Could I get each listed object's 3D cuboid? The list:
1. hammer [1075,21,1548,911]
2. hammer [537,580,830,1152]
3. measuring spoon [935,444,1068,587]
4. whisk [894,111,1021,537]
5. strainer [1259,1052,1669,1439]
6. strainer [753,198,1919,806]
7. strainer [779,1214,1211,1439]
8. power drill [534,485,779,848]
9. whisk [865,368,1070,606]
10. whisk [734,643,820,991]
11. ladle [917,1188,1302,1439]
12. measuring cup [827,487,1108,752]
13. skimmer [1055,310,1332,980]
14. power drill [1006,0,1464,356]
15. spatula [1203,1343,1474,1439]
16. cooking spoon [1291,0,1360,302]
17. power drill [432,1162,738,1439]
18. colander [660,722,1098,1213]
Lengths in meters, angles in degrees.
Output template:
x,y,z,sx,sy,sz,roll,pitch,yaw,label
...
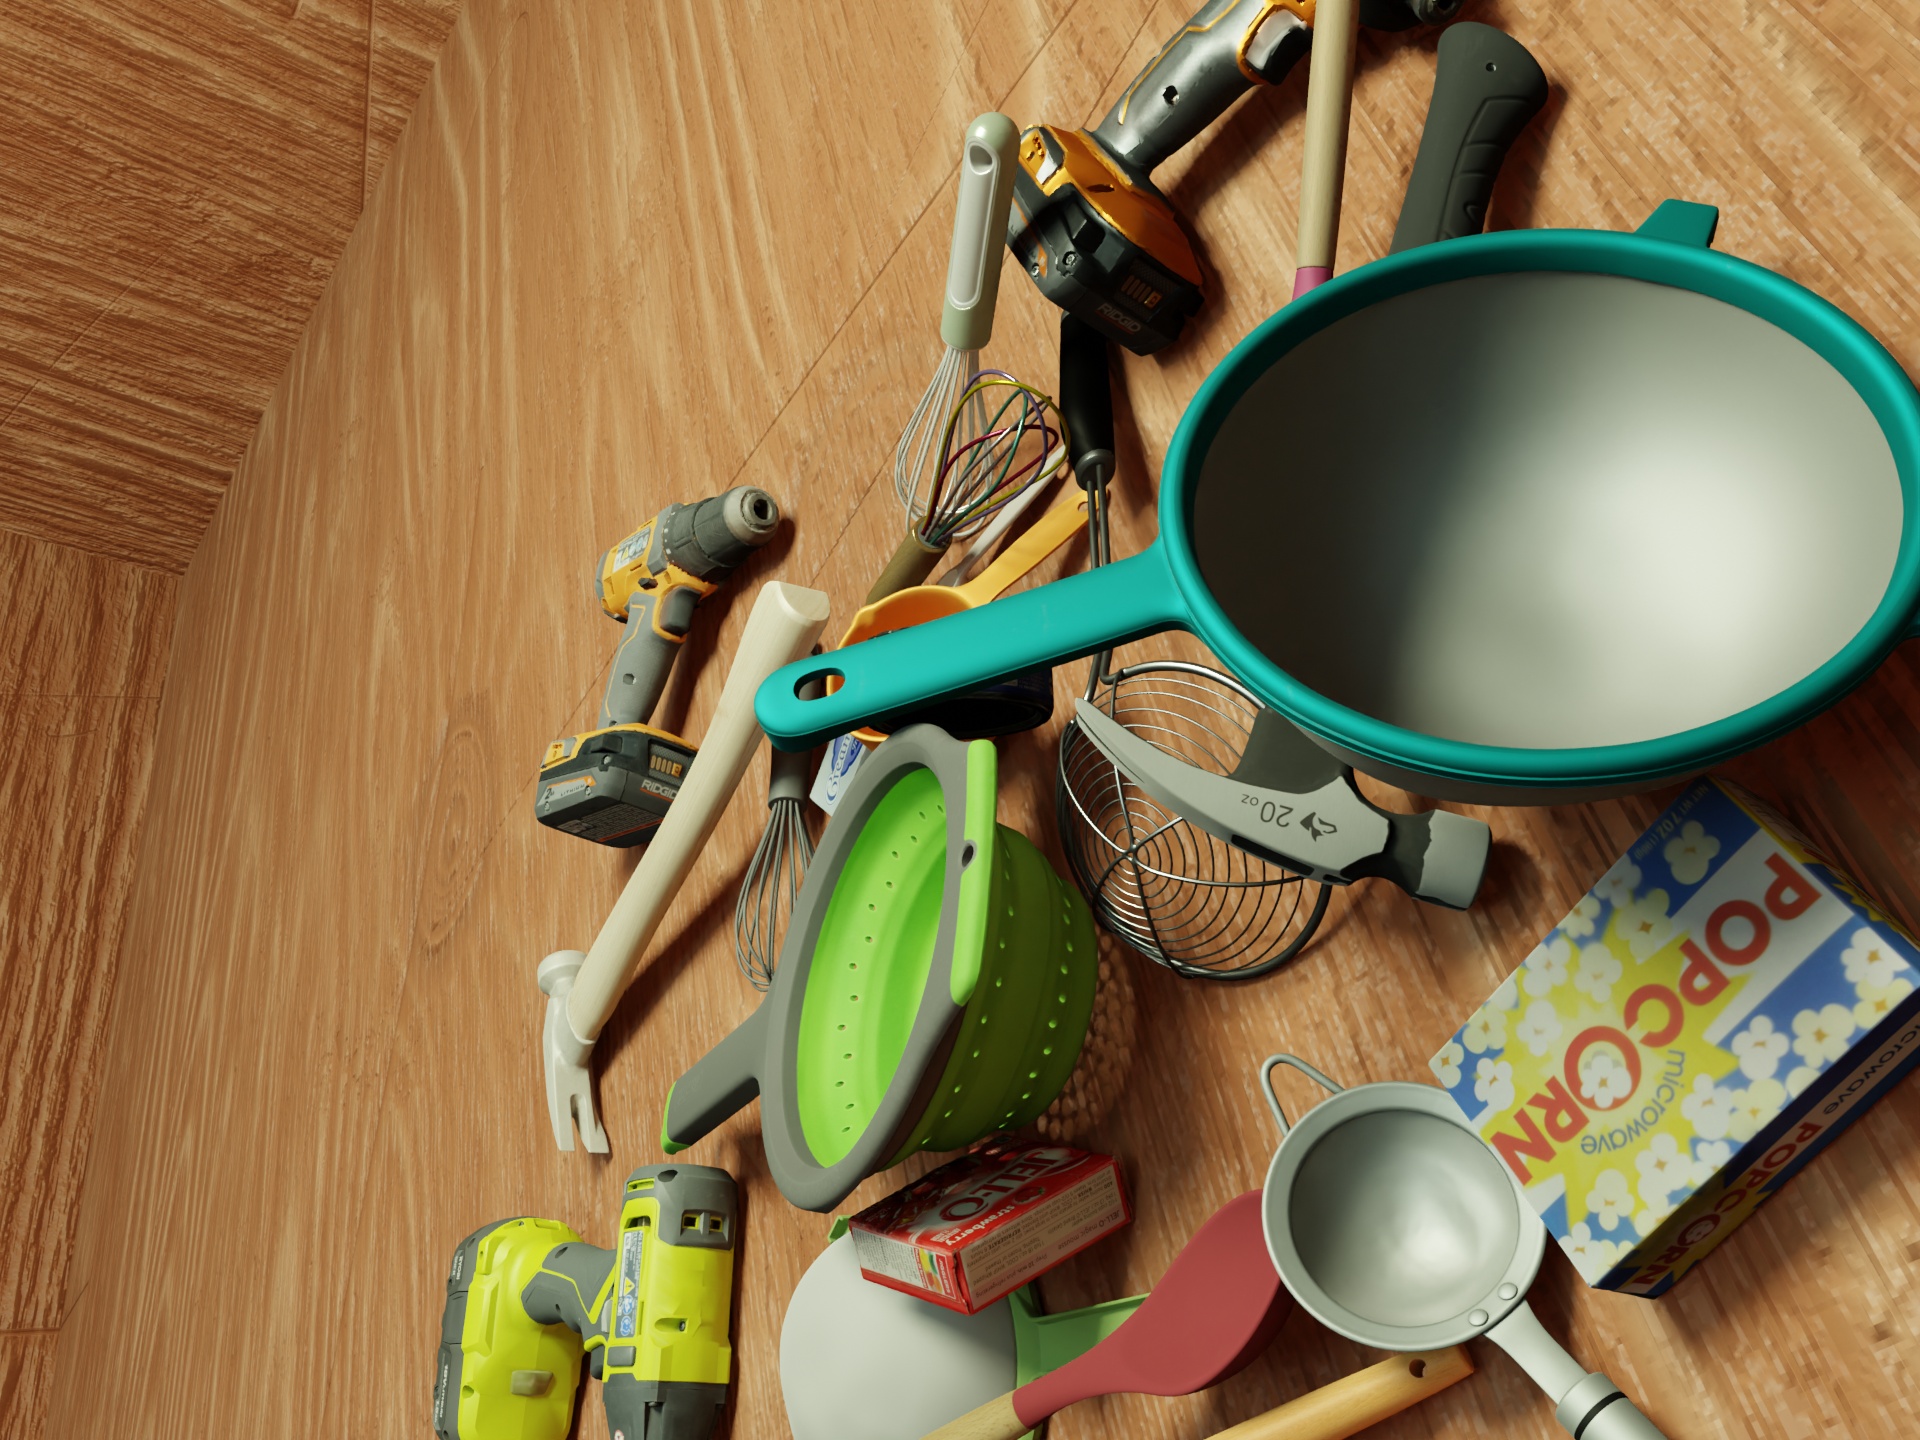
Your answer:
x,y,z,sx,sy,sz,roll,pitch,yaw,label
0.150,-0.109,0.580,0.035,0.146,0.335,70,-144,-74,hammer
-0.169,0.087,0.937,0.410,0.038,0.146,-58,36,34,hammer
0.023,-0.094,0.824,0.124,0.018,0.034,-48,21,21,measuring spoon
0.001,-0.182,0.782,0.058,0.059,0.246,32,142,18,whisk
0.173,0.192,0.454,0.087,0.050,0.259,-35,42,-9,strainer
0.110,-0.029,0.492,0.340,0.095,0.211,-17,52,5,strainer
-0.004,0.257,0.645,0.256,0.069,0.152,-34,49,44,strainer
-0.193,-0.042,1.049,0.185,0.084,0.226,-18,56,48,power drill
-0.004,-0.099,0.789,0.245,0.047,0.051,135,136,-64,whisk
-0.095,0.048,0.898,0.055,0.055,0.239,-35,44,42,whisk
0.004,0.264,0.583,0.315,0.031,0.069,-39,15,22,ladle
0.015,-0.045,0.788,0.173,0.052,0.095,-42,49,0,measuring cup
0.086,-0.059,0.703,0.127,0.090,0.364,-49,29,41,skimmer
0.119,-0.282,0.717,0.226,0.084,0.164,-50,41,24,power drill
0.022,0.278,0.534,0.322,0.041,0.081,-33,50,16,spatula
0.145,-0.207,0.639,0.069,0.017,0.319,9,97,48,cooking spoon
-0.208,0.348,0.888,0.223,0.080,0.171,-25,55,43,power drill
-0.042,0.147,0.739,0.397,0.094,0.205,-45,33,51,colander
